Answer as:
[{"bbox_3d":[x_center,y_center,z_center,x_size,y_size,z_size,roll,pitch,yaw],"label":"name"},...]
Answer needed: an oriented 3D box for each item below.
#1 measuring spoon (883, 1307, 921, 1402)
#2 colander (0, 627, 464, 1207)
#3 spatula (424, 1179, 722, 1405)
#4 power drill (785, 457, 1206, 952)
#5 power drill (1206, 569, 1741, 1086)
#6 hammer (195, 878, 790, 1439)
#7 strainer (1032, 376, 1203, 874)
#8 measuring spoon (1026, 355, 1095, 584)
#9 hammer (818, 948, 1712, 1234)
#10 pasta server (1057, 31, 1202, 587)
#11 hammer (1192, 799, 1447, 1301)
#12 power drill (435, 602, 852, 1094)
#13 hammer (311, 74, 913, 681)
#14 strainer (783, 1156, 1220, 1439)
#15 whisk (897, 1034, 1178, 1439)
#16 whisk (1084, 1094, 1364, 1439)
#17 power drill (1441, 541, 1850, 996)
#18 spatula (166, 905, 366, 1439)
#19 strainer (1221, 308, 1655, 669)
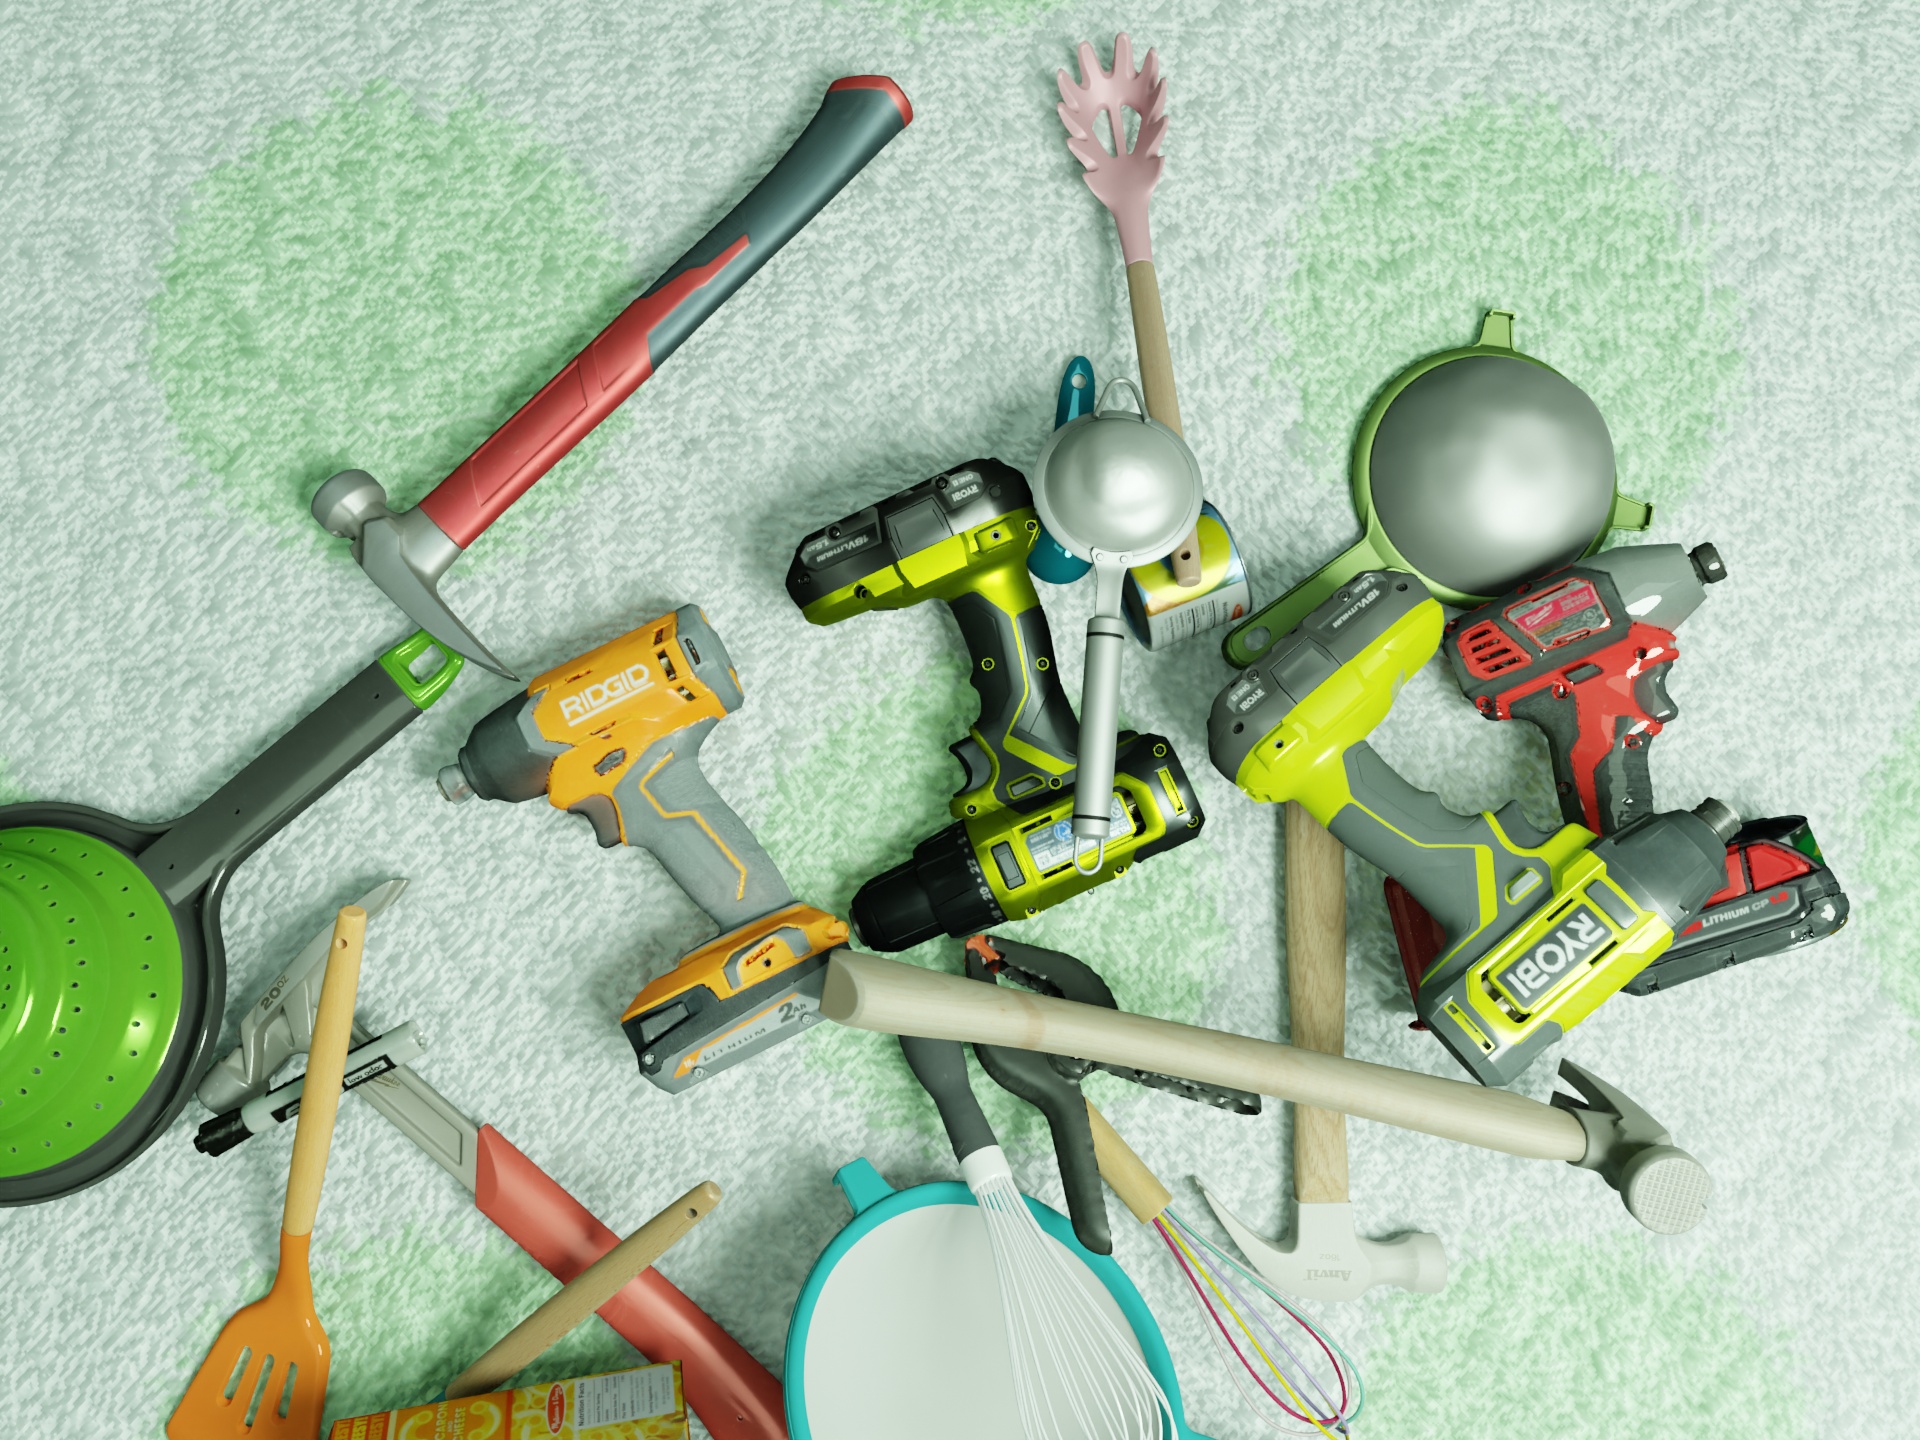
[{"bbox_3d":[-0.033,0.374,0.835,0.034,0.018,0.124,3,85,-2],"label":"measuring spoon"},{"bbox_3d":[-0.419,0.080,0.789,0.397,0.094,0.204,-42,79,-8],"label":"colander"},{"bbox_3d":[-0.235,0.332,0.792,0.317,0.044,0.082,-41,102,12],"label":"spatula"},{"bbox_3d":[-0.001,-0.003,0.835,0.190,0.080,0.228,-24,90,3],"label":"power drill"},{"bbox_3d":[0.244,0.040,0.776,0.171,0.080,0.223,-41,67,1],"label":"power drill"},{"bbox_3d":[-0.215,0.248,0.827,0.359,0.036,0.149,41,85,1],"label":"hammer"},{"bbox_3d":[0.074,-0.053,0.783,0.087,0.050,0.258,5,83,-1],"label":"strainer"},{"bbox_3d":[0.060,-0.139,0.874,0.042,0.021,0.128,7,87,-2],"label":"measuring spoon"},{"bbox_3d":[0.136,0.165,0.776,0.410,0.146,0.038,12,97,-2],"label":"hammer"},{"bbox_3d":[0.098,-0.221,0.844,0.060,0.040,0.316,-9,72,10],"label":"pasta server"},{"bbox_3d":[0.189,0.141,0.857,0.130,0.031,0.331,0,86,-3],"label":"hammer"},{"bbox_3d":[-0.160,0.072,0.822,0.164,0.084,0.226,-26,83,-3],"label":"power drill"},{"bbox_3d":[-0.159,-0.197,0.853,0.143,0.038,0.386,44,84,10],"label":"hammer"},{"bbox_3d":[0.055,0.369,0.798,0.340,0.095,0.211,24,44,-14],"label":"strainer"},{"bbox_3d":[0.025,0.249,0.777,0.070,0.070,0.285,-25,57,-4],"label":"whisk"},{"bbox_3d":[0.117,0.271,0.822,0.245,0.047,0.051,48,127,12],"label":"whisk"},{"bbox_3d":[0.354,0.019,0.815,0.143,0.078,0.220,-27,72,24],"label":"power drill"},{"bbox_3d":[-0.329,0.237,0.788,0.081,0.041,0.322,18,109,3],"label":"spatula"},{"bbox_3d":[0.252,-0.108,0.857,0.256,0.069,0.151,-35,88,-6],"label":"strainer"}]
